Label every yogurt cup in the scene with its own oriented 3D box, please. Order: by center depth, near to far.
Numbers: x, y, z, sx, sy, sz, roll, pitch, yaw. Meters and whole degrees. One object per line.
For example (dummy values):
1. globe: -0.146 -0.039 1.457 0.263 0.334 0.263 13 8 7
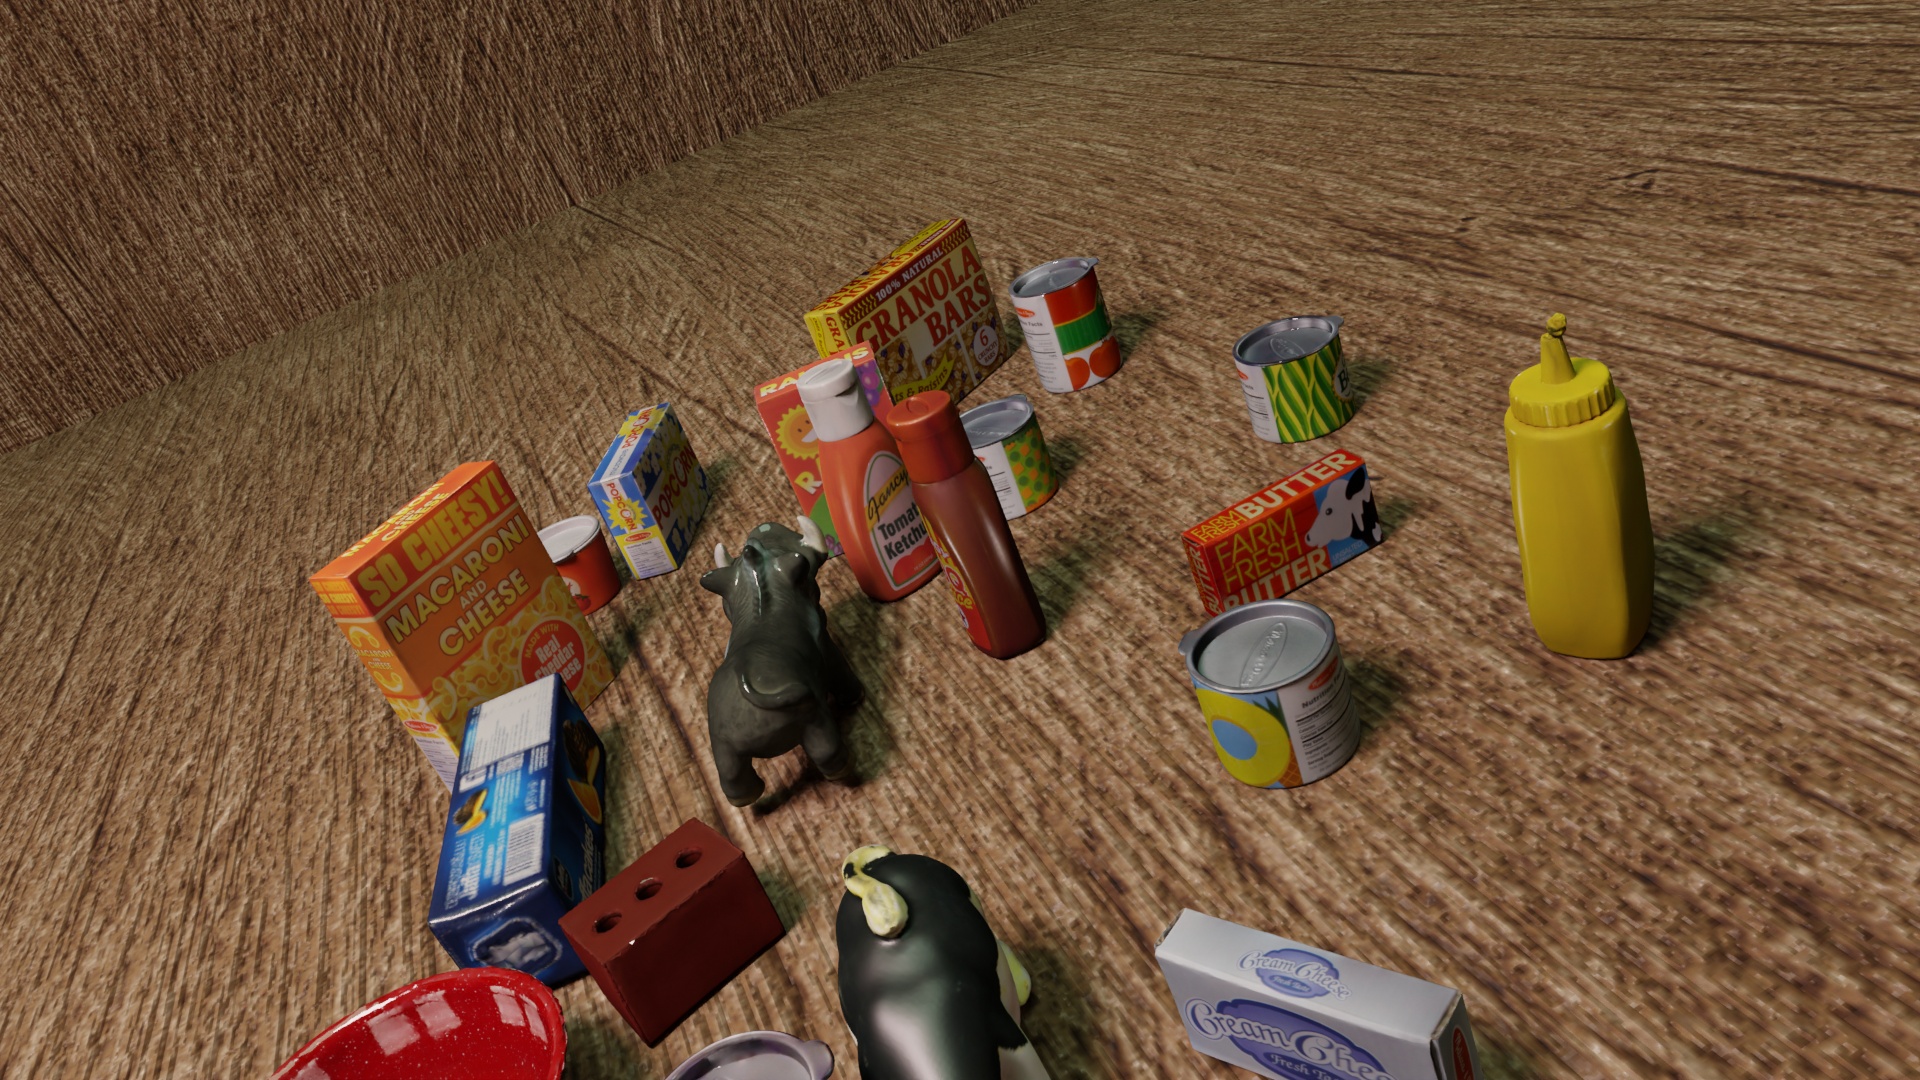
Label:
1. yogurt cup: -0.284 0.021 1.011 0.072 0.053 0.073 -17 27 9

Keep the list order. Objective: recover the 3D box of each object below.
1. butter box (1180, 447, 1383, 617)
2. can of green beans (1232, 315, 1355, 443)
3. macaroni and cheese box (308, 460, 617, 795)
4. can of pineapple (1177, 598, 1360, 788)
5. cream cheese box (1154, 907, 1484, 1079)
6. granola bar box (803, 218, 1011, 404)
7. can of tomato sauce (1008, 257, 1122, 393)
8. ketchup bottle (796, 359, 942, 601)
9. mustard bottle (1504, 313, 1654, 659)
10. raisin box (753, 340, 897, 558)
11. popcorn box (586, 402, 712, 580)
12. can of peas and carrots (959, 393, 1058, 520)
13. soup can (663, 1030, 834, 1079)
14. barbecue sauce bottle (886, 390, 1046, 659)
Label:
1. butter box: 0.170 -0.002 0.729 0.104 0.053 0.024 -27 27 -10
2. can of green beans: 0.211 -0.102 0.876 0.071 0.057 0.071 -17 27 9
3. macaroni and cheese box: -0.293 0.055 0.834 0.040 0.165 0.124 -3 32 33
4. can of pineapple: 0.139 0.068 0.620 0.071 0.057 0.071 -17 27 9
5. cream cheese box: 0.119 0.162 0.467 0.104 0.053 0.024 6 38 42
6. granola bar box: -0.035 -0.160 1.087 0.039 0.123 0.166 4 36 41
7. can of tomato sauce: 0.082 -0.164 1.054 0.071 0.082 0.071 -17 27 9
8. ketchup bottle: -0.057 -0.038 0.853 0.065 0.148 0.043 -39 31 -30
9. mustard bottle: 0.261 -0.026 0.591 0.049 0.159 0.066 1 35 38
10. raisin box: -0.076 -0.060 0.935 0.086 0.123 0.040 -22 27 0
11. popcorn box: -0.233 -0.039 1.051 0.038 0.085 0.127 -16 28 11
12. can of peas and carrots: 0.027 -0.055 0.921 0.071 0.058 0.071 -17 27 9
13. soup can: -0.059 0.216 0.463 0.071 0.083 0.072 -17 27 9
14. barbecue sauce bottle: 0.003 -0.010 0.759 0.044 0.148 0.065 -26 27 -7
